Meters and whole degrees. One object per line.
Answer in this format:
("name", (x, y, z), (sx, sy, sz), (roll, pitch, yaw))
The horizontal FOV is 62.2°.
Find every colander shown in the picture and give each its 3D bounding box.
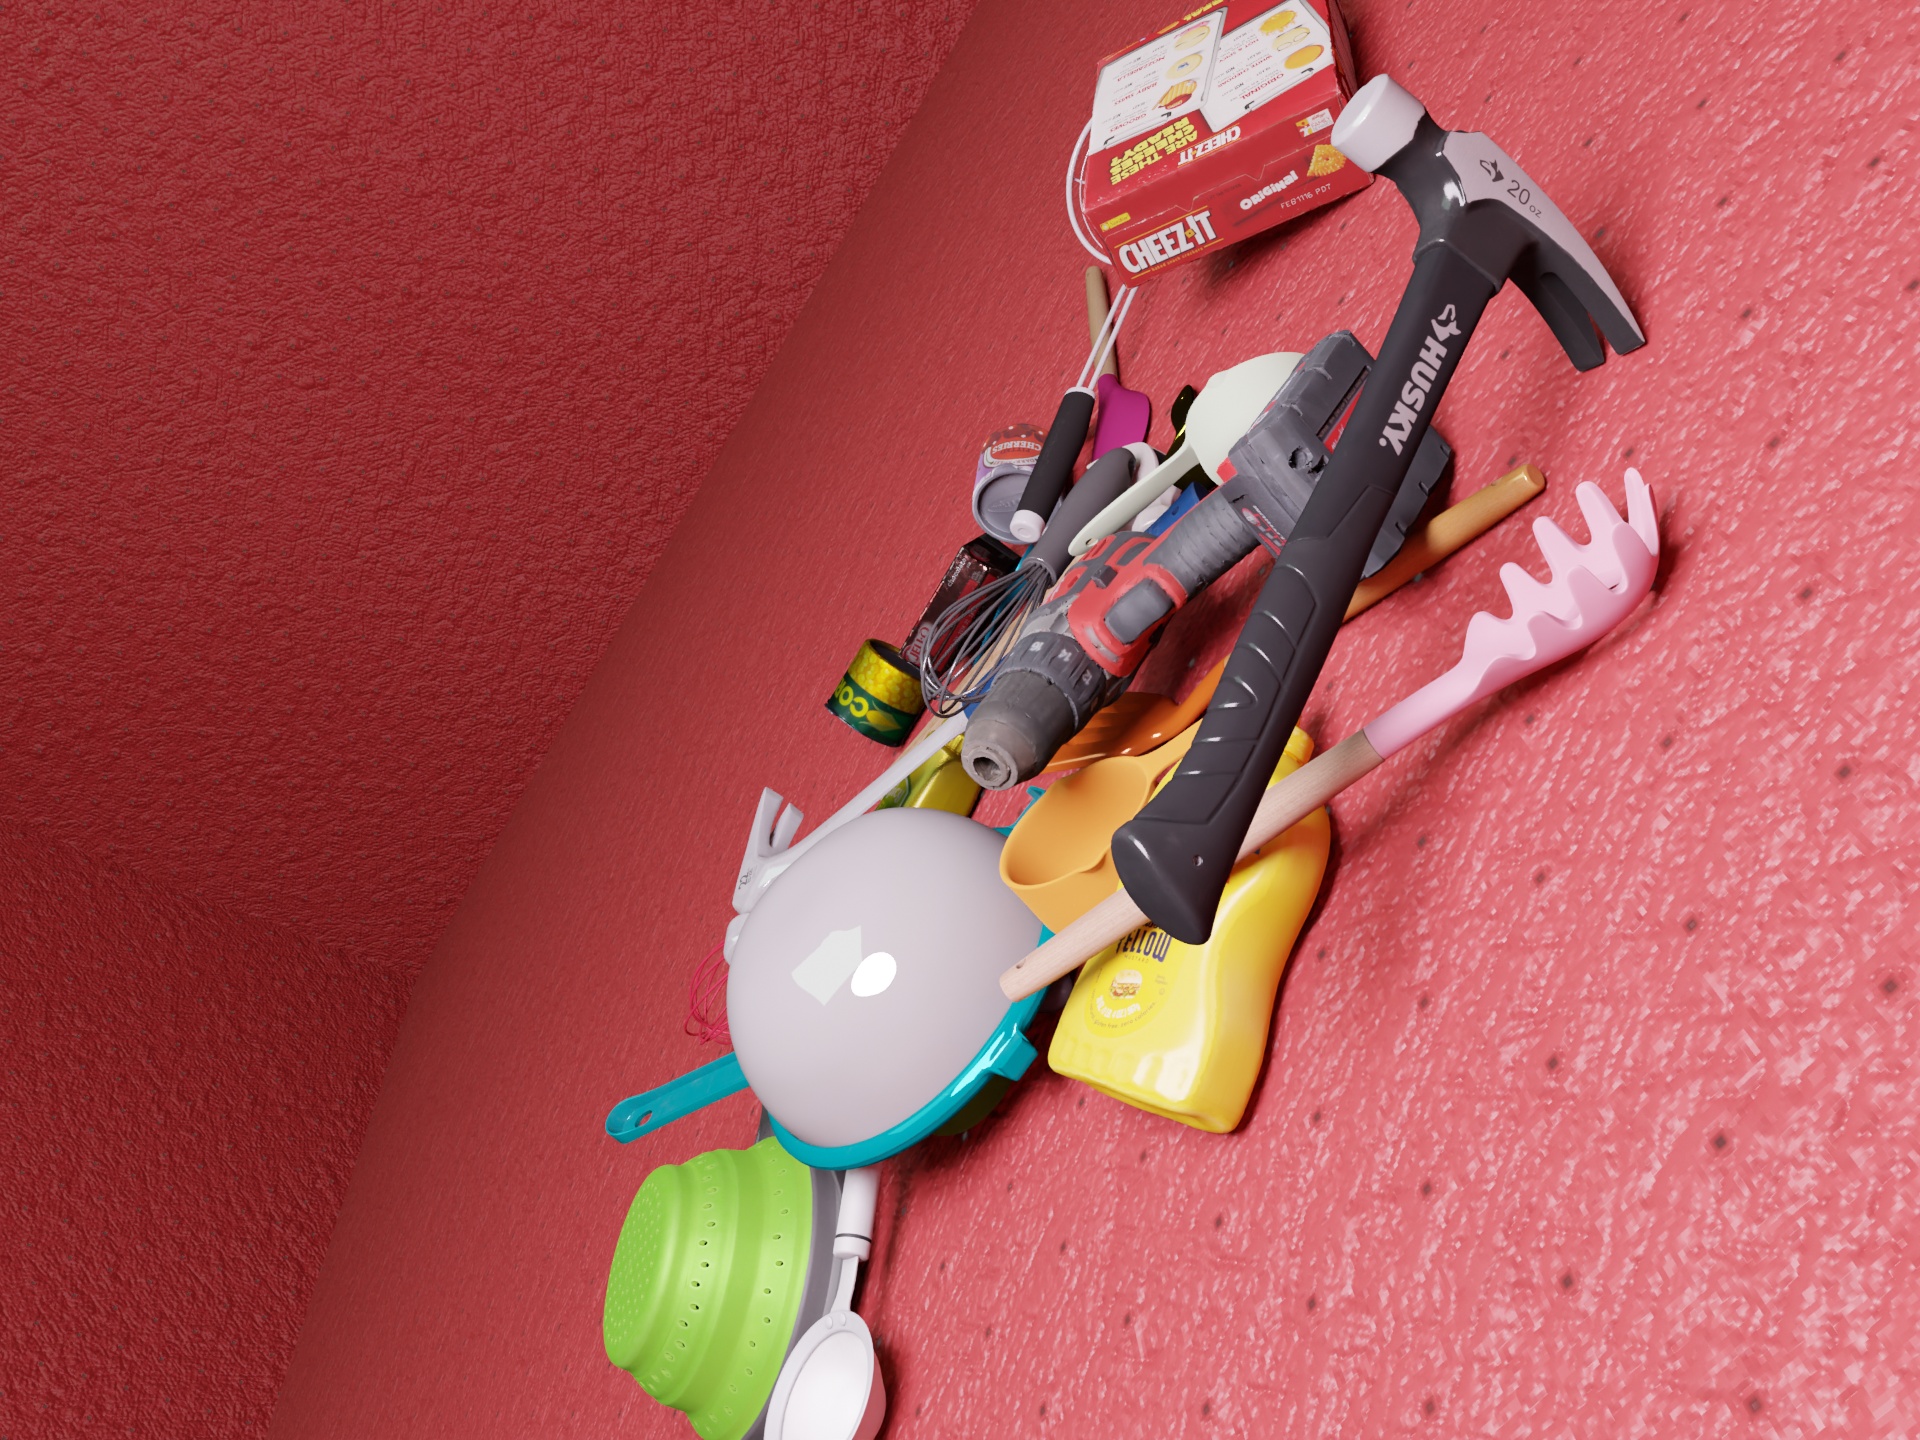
("colander", (-0.145, 0.260, 0.967), (0.204, 0.094, 0.398), (-53, 26, 39))

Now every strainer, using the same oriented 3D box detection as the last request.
("strainer", (-0.101, 0.147, 0.861), (0.340, 0.095, 0.211), (-30, 30, 28))
("strainer", (-0.054, 0.280, 0.817), (0.087, 0.050, 0.259), (-30, 42, 44))

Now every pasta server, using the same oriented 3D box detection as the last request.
("pasta server", (0.132, 0.019, 0.612), (0.316, 0.040, 0.060), (-38, 14, 21))

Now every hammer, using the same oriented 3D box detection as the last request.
("hammer", (-0.002, -0.003, 0.965), (0.405, 0.035, 0.144), (-40, 27, 25))
("hammer", (0.144, -0.071, 0.583), (0.335, 0.146, 0.035), (-62, 15, -18))
("hammer", (0.038, -0.052, 1.056), (0.331, 0.031, 0.130), (-50, 24, 35))

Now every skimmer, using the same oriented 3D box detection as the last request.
("skimmer", (0.088, -0.289, 1.106), (0.127, 0.090, 0.363), (-1, 55, 38))

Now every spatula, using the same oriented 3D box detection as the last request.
("spatula", (0.141, -0.041, 0.762), (0.322, 0.041, 0.081), (-37, 9, 49))

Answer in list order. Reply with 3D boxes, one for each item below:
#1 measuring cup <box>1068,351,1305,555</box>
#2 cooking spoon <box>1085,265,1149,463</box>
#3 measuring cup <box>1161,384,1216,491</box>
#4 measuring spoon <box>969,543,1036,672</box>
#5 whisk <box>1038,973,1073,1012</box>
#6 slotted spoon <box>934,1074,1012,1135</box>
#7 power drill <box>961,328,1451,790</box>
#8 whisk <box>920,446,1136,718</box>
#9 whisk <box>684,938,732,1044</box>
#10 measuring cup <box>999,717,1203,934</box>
("measuring cup", (0.125, -0.124, 0.831), (0.167, 0.083, 0.038), (-37, 57, 28))
("cooking spoon", (0.106, -0.261, 1.171), (0.068, 0.017, 0.319), (-51, 23, 34))
("measuring cup", (0.146, -0.177, 0.965), (0.062, 0.029, 0.157), (-55, 9, 22))
("measuring spoon", (0.031, -0.063, 1.118), (0.128, 0.021, 0.042), (-66, -4, 21))
("whisk", (-0.011, 0.135, 0.916), (0.285, 0.070, 0.070), (0, 65, 63))
("slotted spoon", (-0.058, 0.236, 0.941), (0.313, 0.031, 0.070), (-41, 32, 50))
("power drill", (0.100, -0.063, 0.740), (0.226, 0.080, 0.188), (-36, 10, 45))
("whisk", (0.043, -0.086, 0.893), (0.055, 0.055, 0.239), (-37, 13, 52))
("whisk", (-0.110, 0.140, 1.150), (0.295, 0.073, 0.073), (-47, 24, 25))
("measuring cup", (0.102, 0.041, 0.761), (0.173, 0.052, 0.095), (-35, 21, 6))
